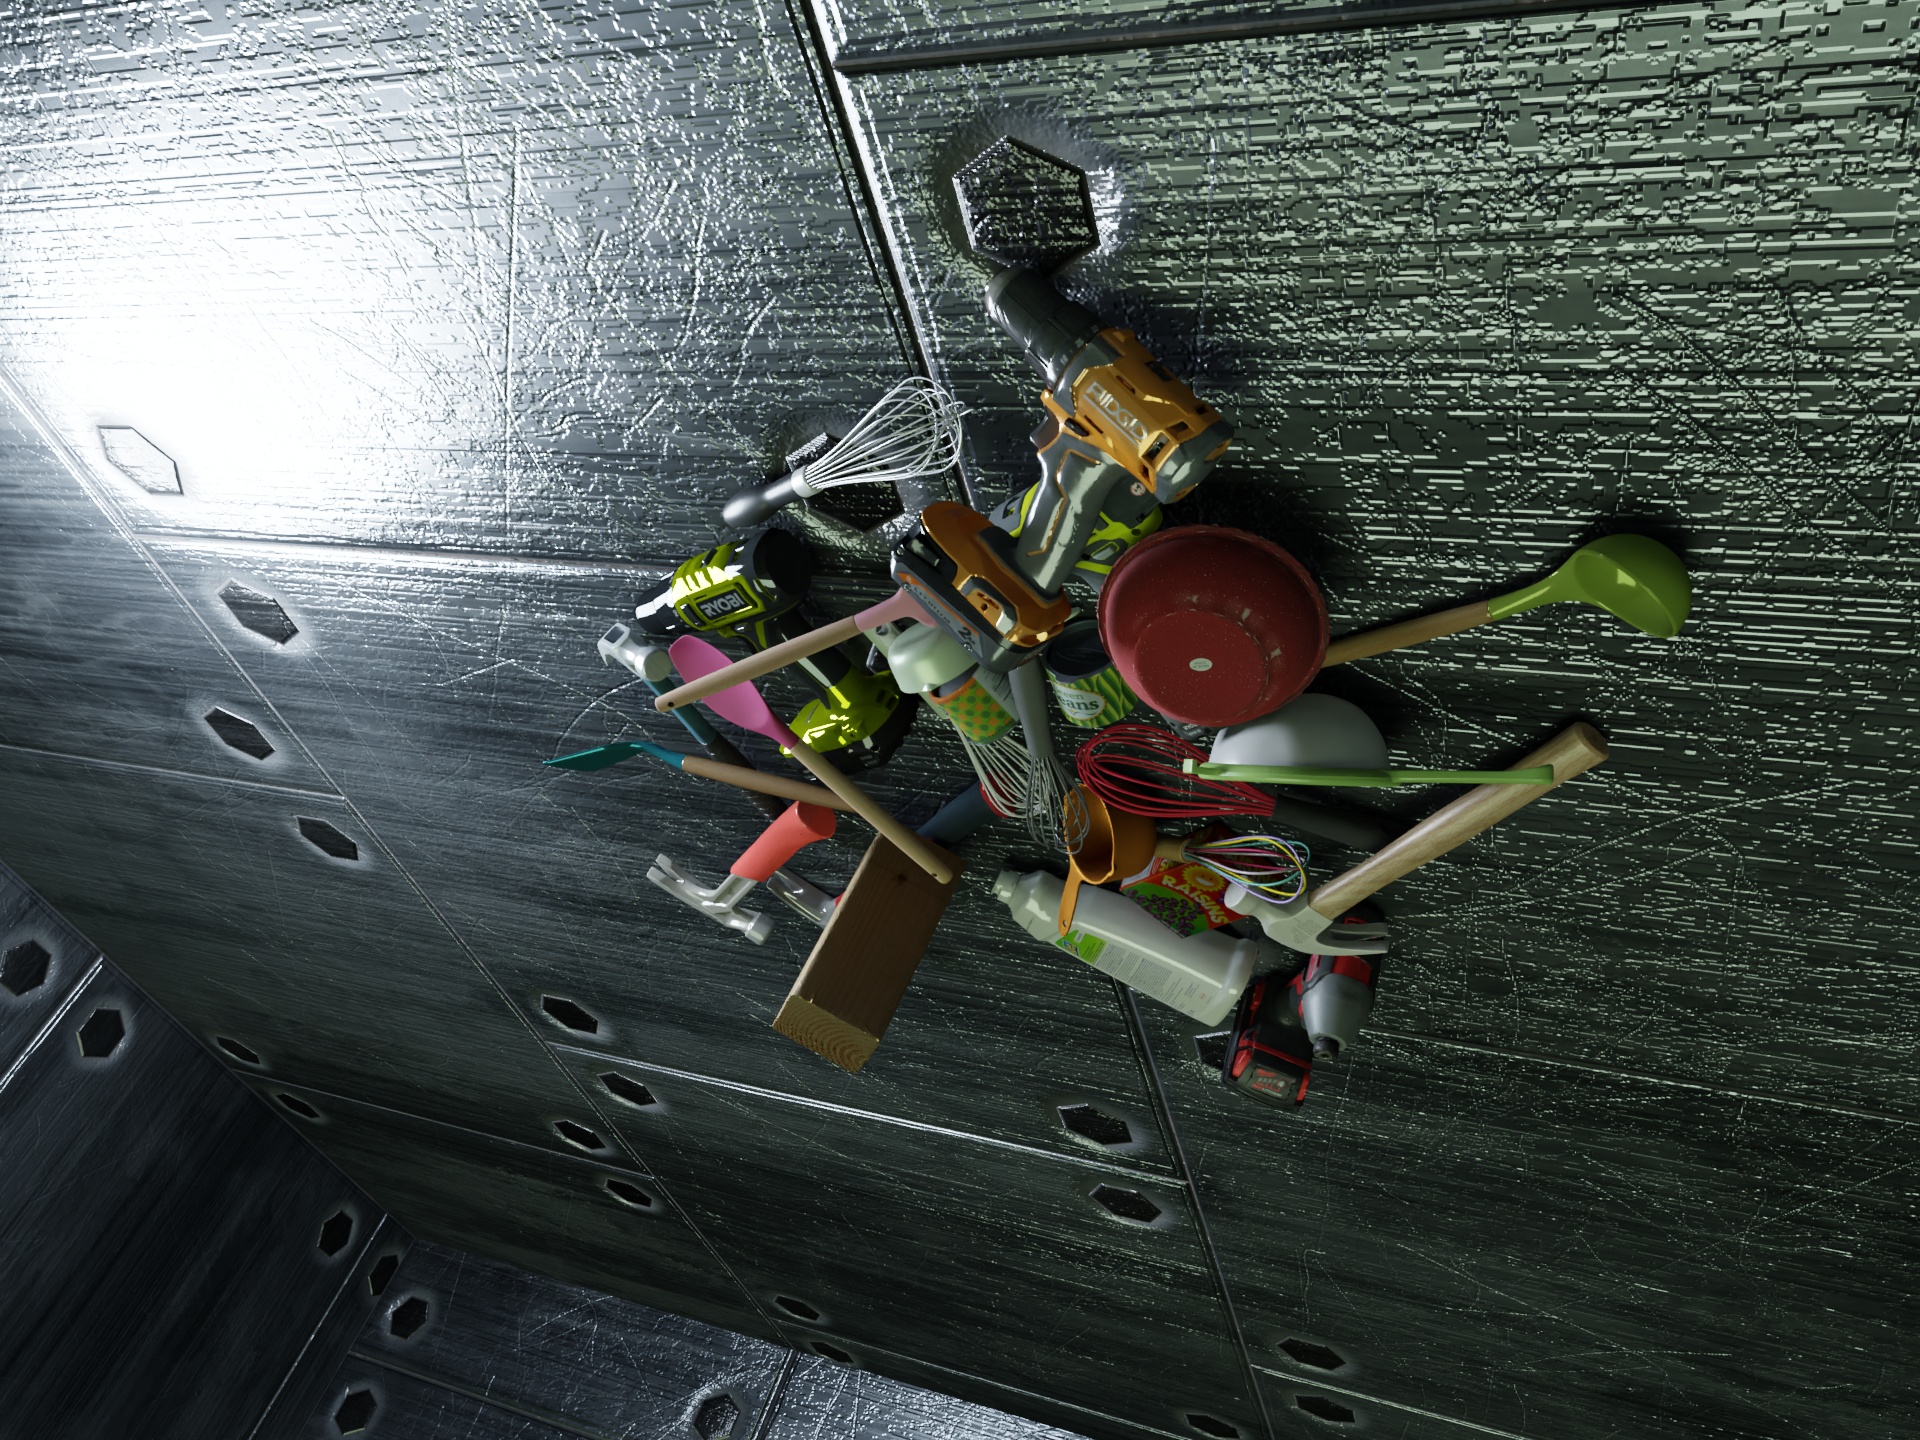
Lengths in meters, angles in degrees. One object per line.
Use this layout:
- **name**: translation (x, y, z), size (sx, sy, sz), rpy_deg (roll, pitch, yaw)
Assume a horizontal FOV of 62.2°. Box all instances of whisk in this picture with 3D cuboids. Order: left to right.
- **whisk**: translation (-0.093, -0.188, 1.188), size (0.284, 0.070, 0.070), rpy_deg (-13, 130, 47)
- **whisk**: translation (-0.002, -0.004, 1.369), size (0.246, 0.058, 0.059), rpy_deg (48, 169, -22)
- **whisk**: translation (0.068, 0.024, 1.296), size (0.055, 0.055, 0.238), rpy_deg (7, 136, 23)
- **whisk**: translation (0.206, 0.108, 1.336), size (0.047, 0.051, 0.245), rpy_deg (38, 165, -26)
- **whisk**: translation (0.238, 0.065, 1.306), size (0.296, 0.073, 0.073), rpy_deg (16, 143, 5)

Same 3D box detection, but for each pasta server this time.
- **pasta server**: translation (-0.106, -0.064, 1.268), size (0.316, 0.040, 0.060), rpy_deg (-21, 119, 14)

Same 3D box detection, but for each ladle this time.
- **ladle**: translation (0.339, -0.060, 1.090), size (0.320, 0.062, 0.078), rpy_deg (-16, 129, 46)

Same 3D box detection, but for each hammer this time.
- **hammer**: translation (-0.234, 0.023, 1.518), size (0.128, 0.033, 0.330), rpy_deg (29, 162, 45)
- **hammer**: translation (-0.211, 0.139, 1.605), size (0.149, 0.037, 0.359), rpy_deg (33, 150, -8)
- **hammer**: translation (-0.065, 0.130, 1.579), size (0.143, 0.038, 0.386), rpy_deg (34, 143, -10)
- **hammer**: translation (0.364, 0.098, 1.246), size (0.130, 0.031, 0.331), rpy_deg (31, 134, -18)

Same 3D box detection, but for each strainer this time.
- **strainer**: translation (0.301, 0.014, 1.169), size (0.256, 0.069, 0.151), rpy_deg (0, 178, 29)

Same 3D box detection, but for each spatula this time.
- **spatula**: translation (-0.232, 0.055, 1.465), size (0.317, 0.044, 0.082), rpy_deg (12, 177, 22)

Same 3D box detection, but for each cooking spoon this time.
- **cooking spoon**: translation (-0.125, 0.037, 1.375), size (0.318, 0.017, 0.068), rpy_deg (43, 138, -13)

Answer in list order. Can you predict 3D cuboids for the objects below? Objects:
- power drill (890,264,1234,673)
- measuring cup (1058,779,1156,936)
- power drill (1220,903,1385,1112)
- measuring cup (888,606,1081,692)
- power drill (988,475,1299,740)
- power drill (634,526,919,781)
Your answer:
- **power drill**: translation (0.045, -0.166, 1.044), size (0.185, 0.084, 0.226), rpy_deg (45, 122, 9)
- **measuring cup**: translation (0.125, 0.127, 1.404), size (0.052, 0.095, 0.173), rpy_deg (-9, 134, -23)
- **power drill**: translation (0.314, 0.270, 1.444), size (0.078, 0.143, 0.219), rpy_deg (21, 146, 1)
- **measuring cup**: translation (0.015, -0.072, 1.268), size (0.167, 0.083, 0.038), rpy_deg (-21, 111, 25)
- **power drill**: translation (0.147, -0.100, 1.136), size (0.171, 0.080, 0.223), rpy_deg (-26, 118, 42)
- **power drill**: translation (-0.161, -0.054, 1.374), size (0.190, 0.080, 0.228), rpy_deg (-14, 126, 41)
